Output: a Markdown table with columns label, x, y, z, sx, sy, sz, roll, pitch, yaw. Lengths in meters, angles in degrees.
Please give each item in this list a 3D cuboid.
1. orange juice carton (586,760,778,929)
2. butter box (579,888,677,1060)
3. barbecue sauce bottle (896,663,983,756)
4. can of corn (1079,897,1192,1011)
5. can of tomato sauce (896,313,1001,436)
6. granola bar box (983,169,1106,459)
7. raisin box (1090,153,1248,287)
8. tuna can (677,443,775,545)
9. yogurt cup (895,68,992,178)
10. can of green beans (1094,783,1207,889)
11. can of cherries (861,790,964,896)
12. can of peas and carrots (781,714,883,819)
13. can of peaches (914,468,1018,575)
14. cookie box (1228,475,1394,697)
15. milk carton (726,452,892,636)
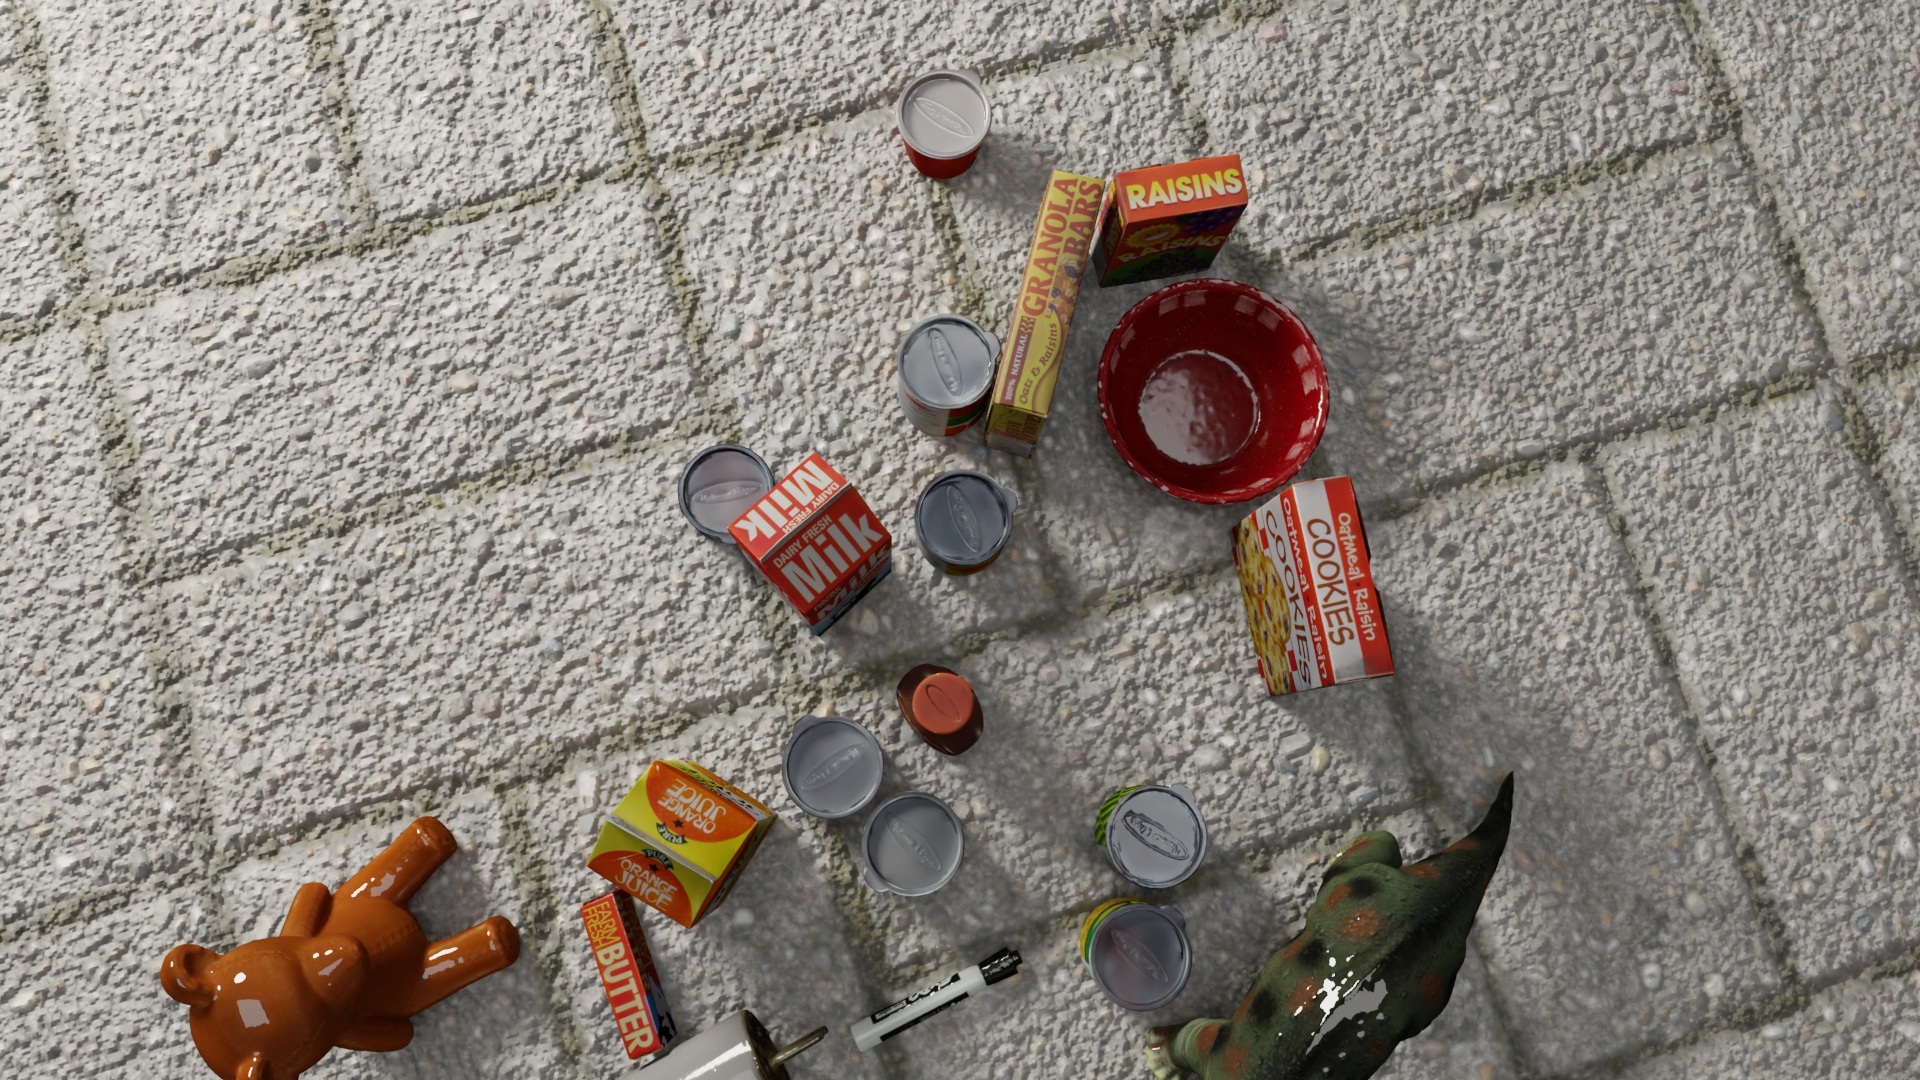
| label | x | y | z | sx | sy | sz | roll | pitch | yaw |
| --- | --- | --- | --- | --- | --- | --- | --- | --- | --- |
| orange juice carton | -0.167 | 0.182 | 0.845 | 0.072 | 0.192 | 0.073 | 31 | 81 | 3 |
| butter box | -0.214 | 0.278 | 0.897 | 0.024 | 0.053 | 0.103 | -20 | 82 | -5 |
| barbecue sauce bottle | -0.012 | 0.107 | 0.888 | 0.044 | 0.148 | 0.065 | -42 | 85 | -8 |
| can of corn | 0.115 | 0.268 | 0.911 | 0.071 | 0.058 | 0.071 | 0 | 80 | -2 |
| can of tomato sauce | -0.009 | -0.114 | 0.959 | 0.071 | 0.083 | 0.071 | 0 | 81 | -2 |
| granola bar box | 0.054 | -0.150 | 0.947 | 0.039 | 0.124 | 0.166 | 14 | 80 | 0 |
| raisin box | 0.142 | -0.220 | 0.964 | 0.086 | 0.123 | 0.040 | -10 | 81 | -4 |
| tuna can | -0.160 | -0.029 | 0.963 | 0.071 | 0.032 | 0.071 | 0 | 80 | -2 |
| yogurt cup | -0.013 | -0.298 | 1.005 | 0.072 | 0.054 | 0.072 | 0 | 80 | -2 |
| can of green beans | 0.126 | 0.196 | 0.924 | 0.071 | 0.057 | 0.071 | 0 | 80 | -2 |
| can of cherries | -0.034 | 0.200 | 0.916 | 0.071 | 0.058 | 0.071 | 0 | 80 | -2 |
| can of peas and carrots | -0.085 | 0.148 | 0.923 | 0.071 | 0.058 | 0.071 | 0 | 80 | -2 |
| can of peaches | 0.003 | -0.012 | 0.955 | 0.071 | 0.058 | 0.071 | 0 | 80 | -2 |
| cookie box | 0.224 | 0.035 | 0.901 | 0.040 | 0.167 | 0.123 | -10 | 81 | -4 |
| milk carton | -0.093 | 0.004 | 0.880 | 0.072 | 0.190 | 0.073 | -42 | 85 | -8 |
